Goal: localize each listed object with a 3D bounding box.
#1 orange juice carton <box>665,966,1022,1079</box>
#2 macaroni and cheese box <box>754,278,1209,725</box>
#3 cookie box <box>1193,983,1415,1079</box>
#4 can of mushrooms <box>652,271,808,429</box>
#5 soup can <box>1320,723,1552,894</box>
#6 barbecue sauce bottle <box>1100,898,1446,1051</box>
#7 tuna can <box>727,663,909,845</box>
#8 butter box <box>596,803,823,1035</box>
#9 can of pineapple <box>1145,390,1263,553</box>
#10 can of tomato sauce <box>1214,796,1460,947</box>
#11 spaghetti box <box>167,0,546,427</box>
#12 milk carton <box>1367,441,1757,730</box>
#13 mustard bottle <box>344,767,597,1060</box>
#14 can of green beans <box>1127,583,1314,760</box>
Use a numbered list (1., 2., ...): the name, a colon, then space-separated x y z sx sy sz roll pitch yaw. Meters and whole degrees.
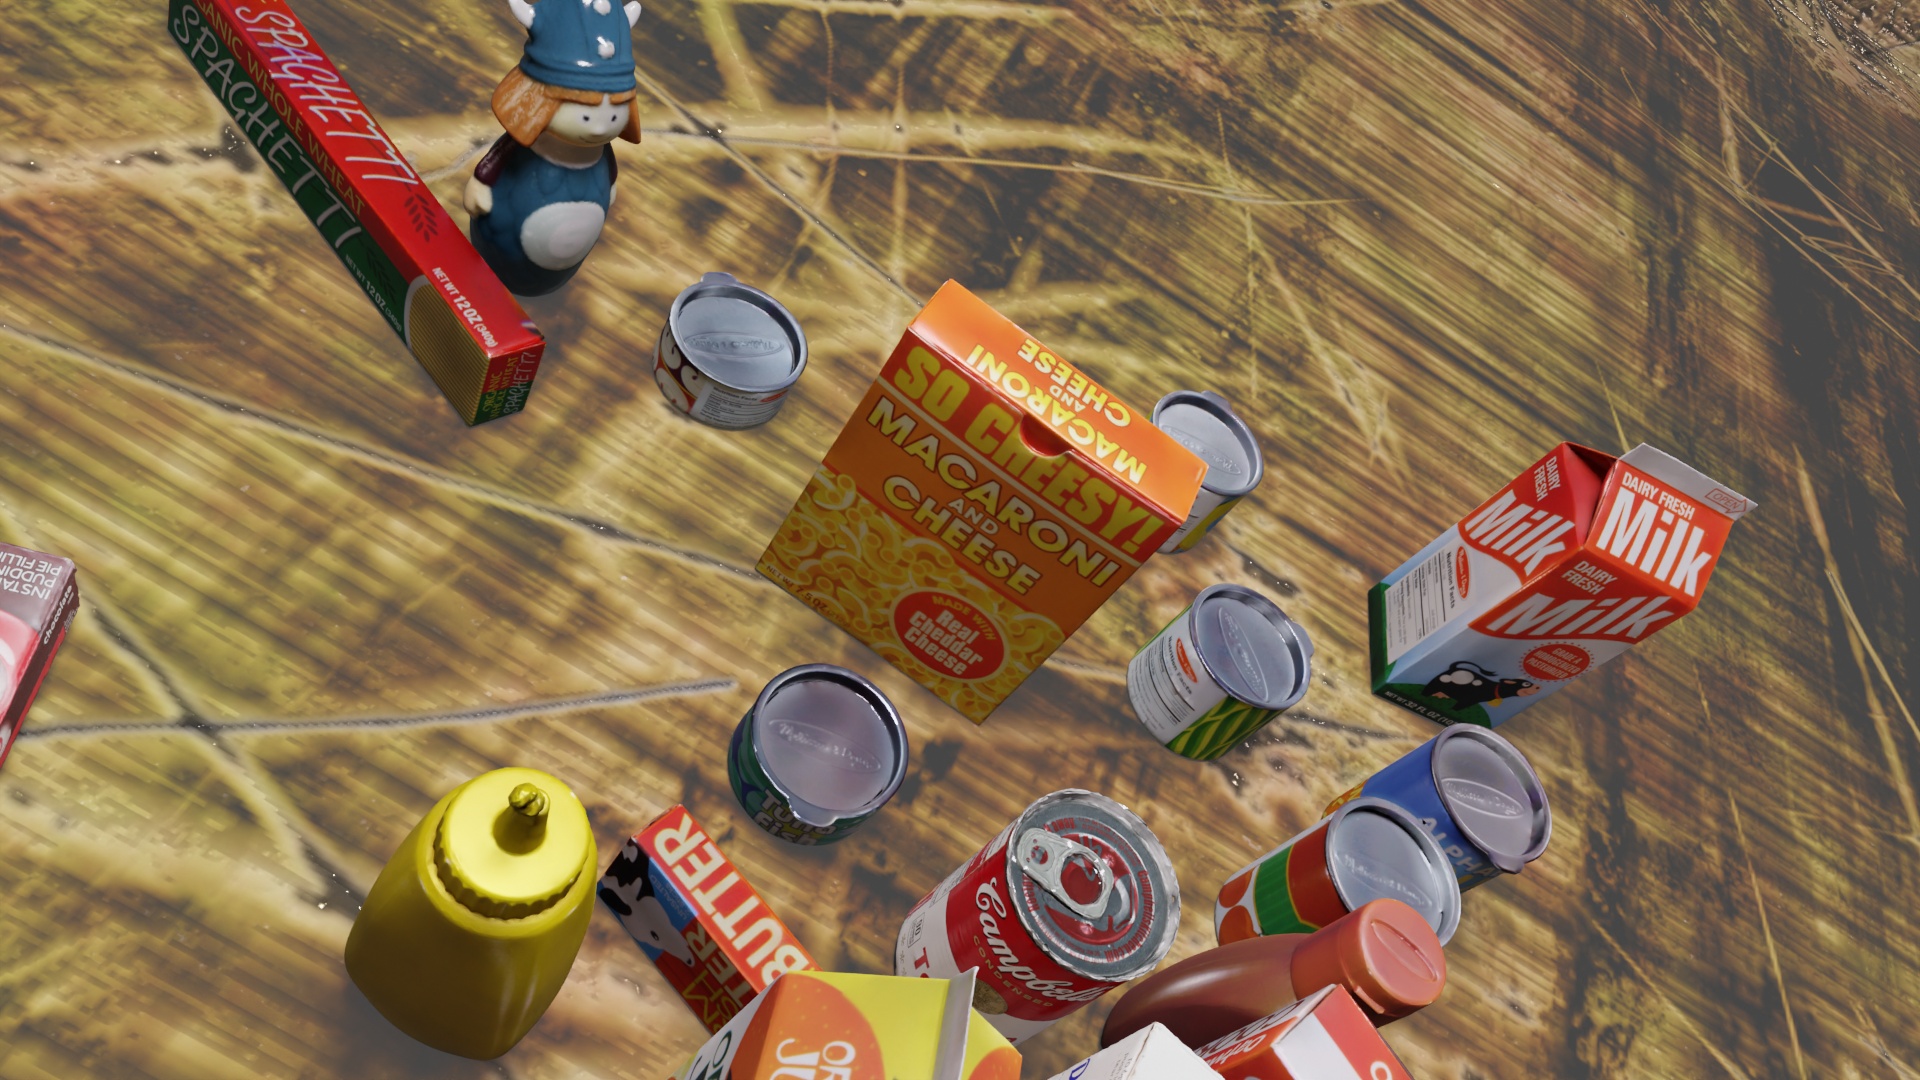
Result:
1. orange juice carton: -0.042 0.179 0.382 0.073 0.191 0.072 25 48 -13
2. macaroni and cheese box: 0.002 -0.007 0.563 0.124 0.165 0.040 35 47 -3
3. cookie box: 0.100 0.227 0.448 0.040 0.166 0.123 -24 72 -40
4. can of mushrooms: -0.108 -0.088 0.649 0.071 0.033 0.071 16 51 -20
5. soup can: 0.218 0.134 0.643 0.071 0.083 0.072 16 51 -20
6. barbecue sauce bottle: 0.113 0.174 0.508 0.065 0.147 0.044 42 47 3
7. tuna can: -0.057 0.087 0.550 0.071 0.032 0.071 16 51 -20
8. butter box: -0.080 0.144 0.480 0.103 0.053 0.024 48 47 8
9. can of pineapple: 0.115 -0.036 0.726 0.071 0.057 0.071 16 51 -20
10. can of tomato sauce: 0.158 0.158 0.591 0.071 0.082 0.071 16 51 -20
11. spaghetti box: -0.264 -0.157 0.596 0.029 0.050 0.250 -30 75 -41
12. milk carton: 0.296 0.019 0.701 0.072 0.189 0.074 24 48 -14
13. mustard bottle: -0.137 0.104 0.403 0.065 0.159 0.049 34 47 -5
14. can of green beans: 0.121 0.063 0.656 0.071 0.057 0.071 16 51 -20
